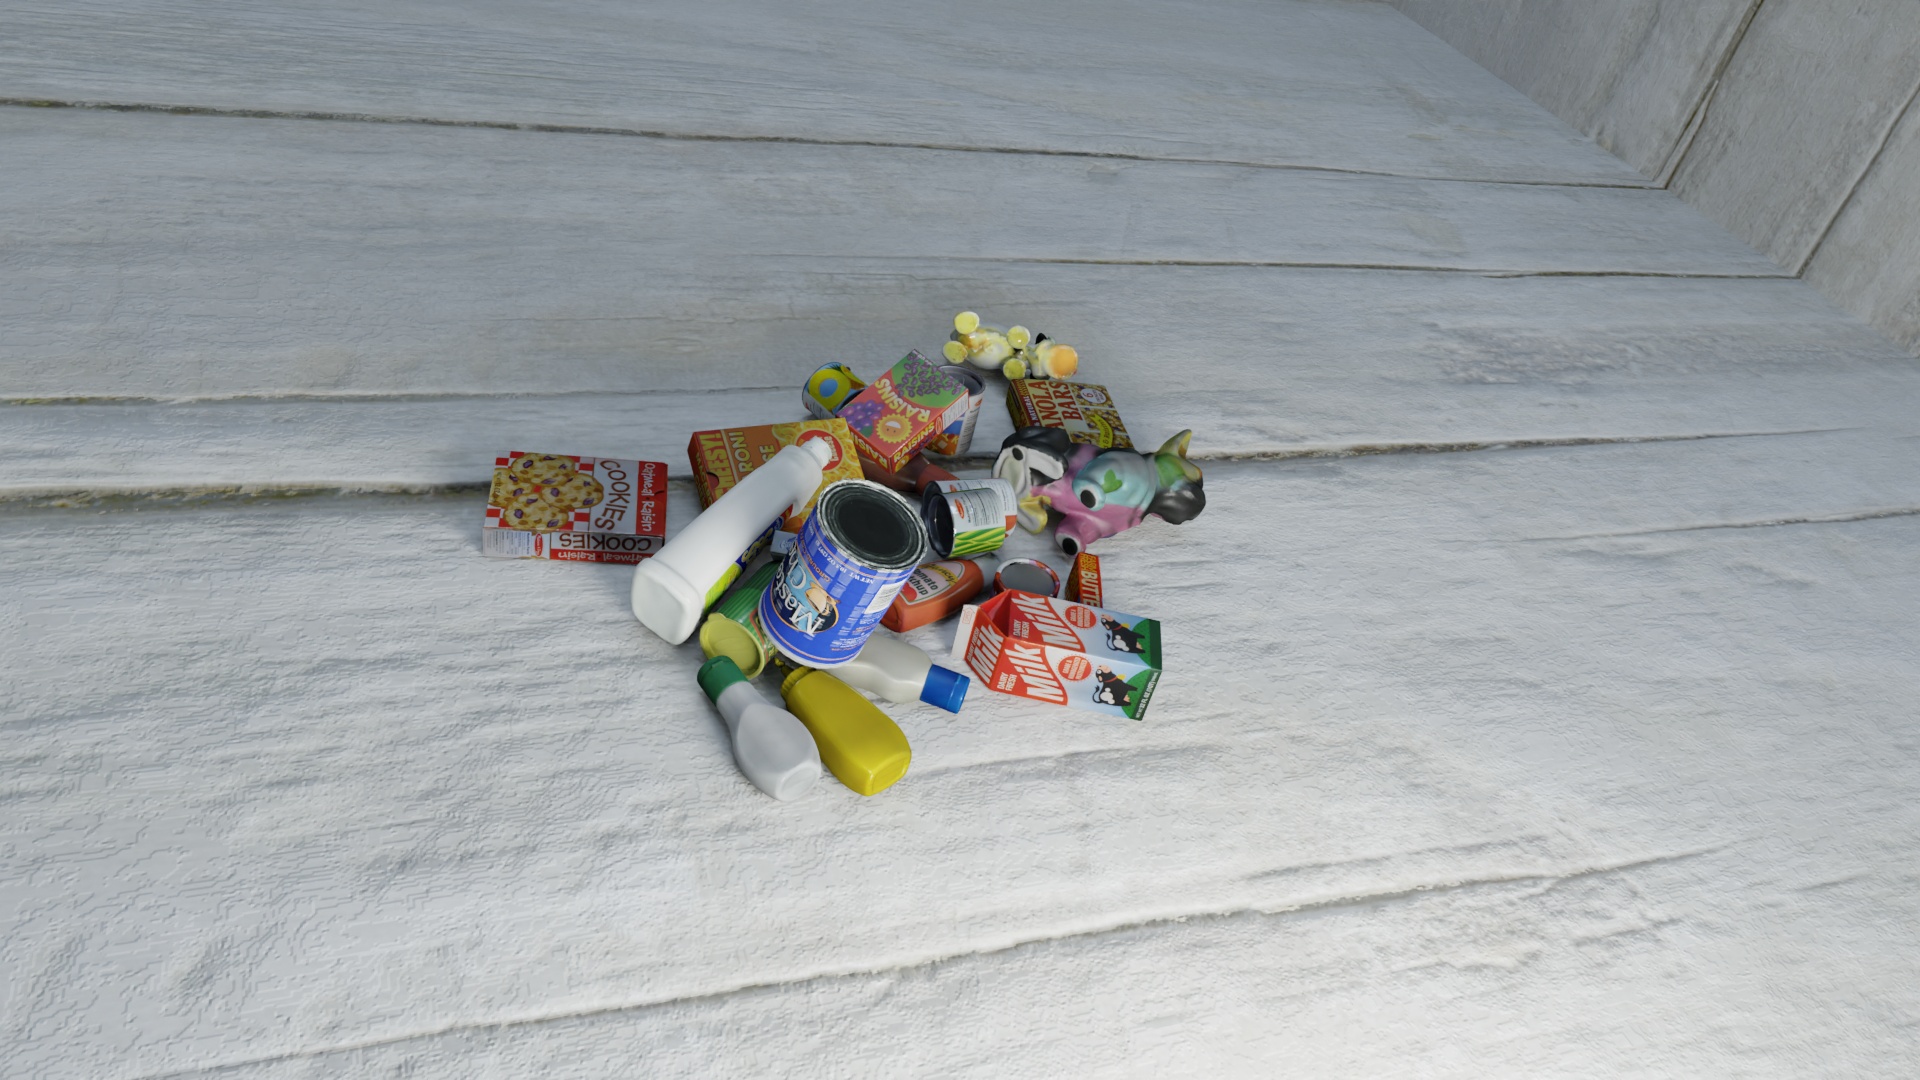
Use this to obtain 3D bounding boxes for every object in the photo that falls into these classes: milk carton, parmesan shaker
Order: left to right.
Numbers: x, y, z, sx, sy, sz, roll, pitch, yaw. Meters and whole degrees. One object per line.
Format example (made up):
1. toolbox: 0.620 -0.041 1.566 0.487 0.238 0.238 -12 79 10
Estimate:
1. parmesan shaker: -0.184 0.069 1.272 0.071 0.071 0.103 24 38 12
2. milk carton: 0.090 0.105 1.316 0.191 0.072 0.074 12 38 -4

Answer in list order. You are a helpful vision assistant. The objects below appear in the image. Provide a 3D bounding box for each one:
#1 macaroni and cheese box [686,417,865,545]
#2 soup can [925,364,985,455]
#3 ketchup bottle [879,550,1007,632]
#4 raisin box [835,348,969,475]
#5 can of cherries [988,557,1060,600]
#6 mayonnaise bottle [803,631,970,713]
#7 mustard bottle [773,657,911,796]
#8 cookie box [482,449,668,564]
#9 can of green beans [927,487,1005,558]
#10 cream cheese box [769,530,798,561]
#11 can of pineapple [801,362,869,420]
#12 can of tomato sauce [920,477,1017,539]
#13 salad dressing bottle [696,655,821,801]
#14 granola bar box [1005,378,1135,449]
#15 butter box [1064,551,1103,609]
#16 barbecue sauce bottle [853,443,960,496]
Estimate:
1. macaroni and cheese box: -0.183 -0.060 1.427 0.167 0.040 0.124 -8 65 -27
2. soup can: -0.014 -0.151 1.597 0.071 0.083 0.072 9 37 -7
3. ketchup bottle: -0.017 0.046 1.379 0.149 0.043 0.065 -18 41 -36
4. raisin box: -0.063 -0.140 1.510 0.086 0.040 0.124 39 67 20
5. can of cherries: 0.063 0.060 1.375 0.071 0.058 0.072 9 37 -7
6. mayonnaise bottle: -0.066 0.118 1.275 0.148 0.041 0.065 20 39 5
7. mustard bottle: -0.111 0.153 1.208 0.065 0.048 0.160 -23 50 -36
8. cookie box: -0.374 -0.033 1.363 0.168 0.040 0.123 4 39 -14
9. can of green beans: 0.006 -0.018 1.394 0.058 0.070 0.071 -8 43 -24
10. cream cheese box: -0.152 0.016 1.335 0.053 0.103 0.024 12 78 -1
11. can of pineapple: -0.136 -0.162 1.584 0.071 0.070 0.058 -23 52 -39
12. can of tomato sauce: 0.008 -0.032 1.470 0.083 0.070 0.071 -4 41 -23
13. salad dressing bottle: -0.175 0.157 1.186 0.064 0.043 0.148 -26 51 -24
14. granola bar box: 0.132 -0.130 1.656 0.124 0.038 0.166 2 39 -16
15. butter box: 0.124 0.063 1.396 0.024 0.052 0.104 12 37 -7
16. barbecue sauce bottle: -0.071 -0.085 1.528 0.149 0.043 0.065 28 48 16
